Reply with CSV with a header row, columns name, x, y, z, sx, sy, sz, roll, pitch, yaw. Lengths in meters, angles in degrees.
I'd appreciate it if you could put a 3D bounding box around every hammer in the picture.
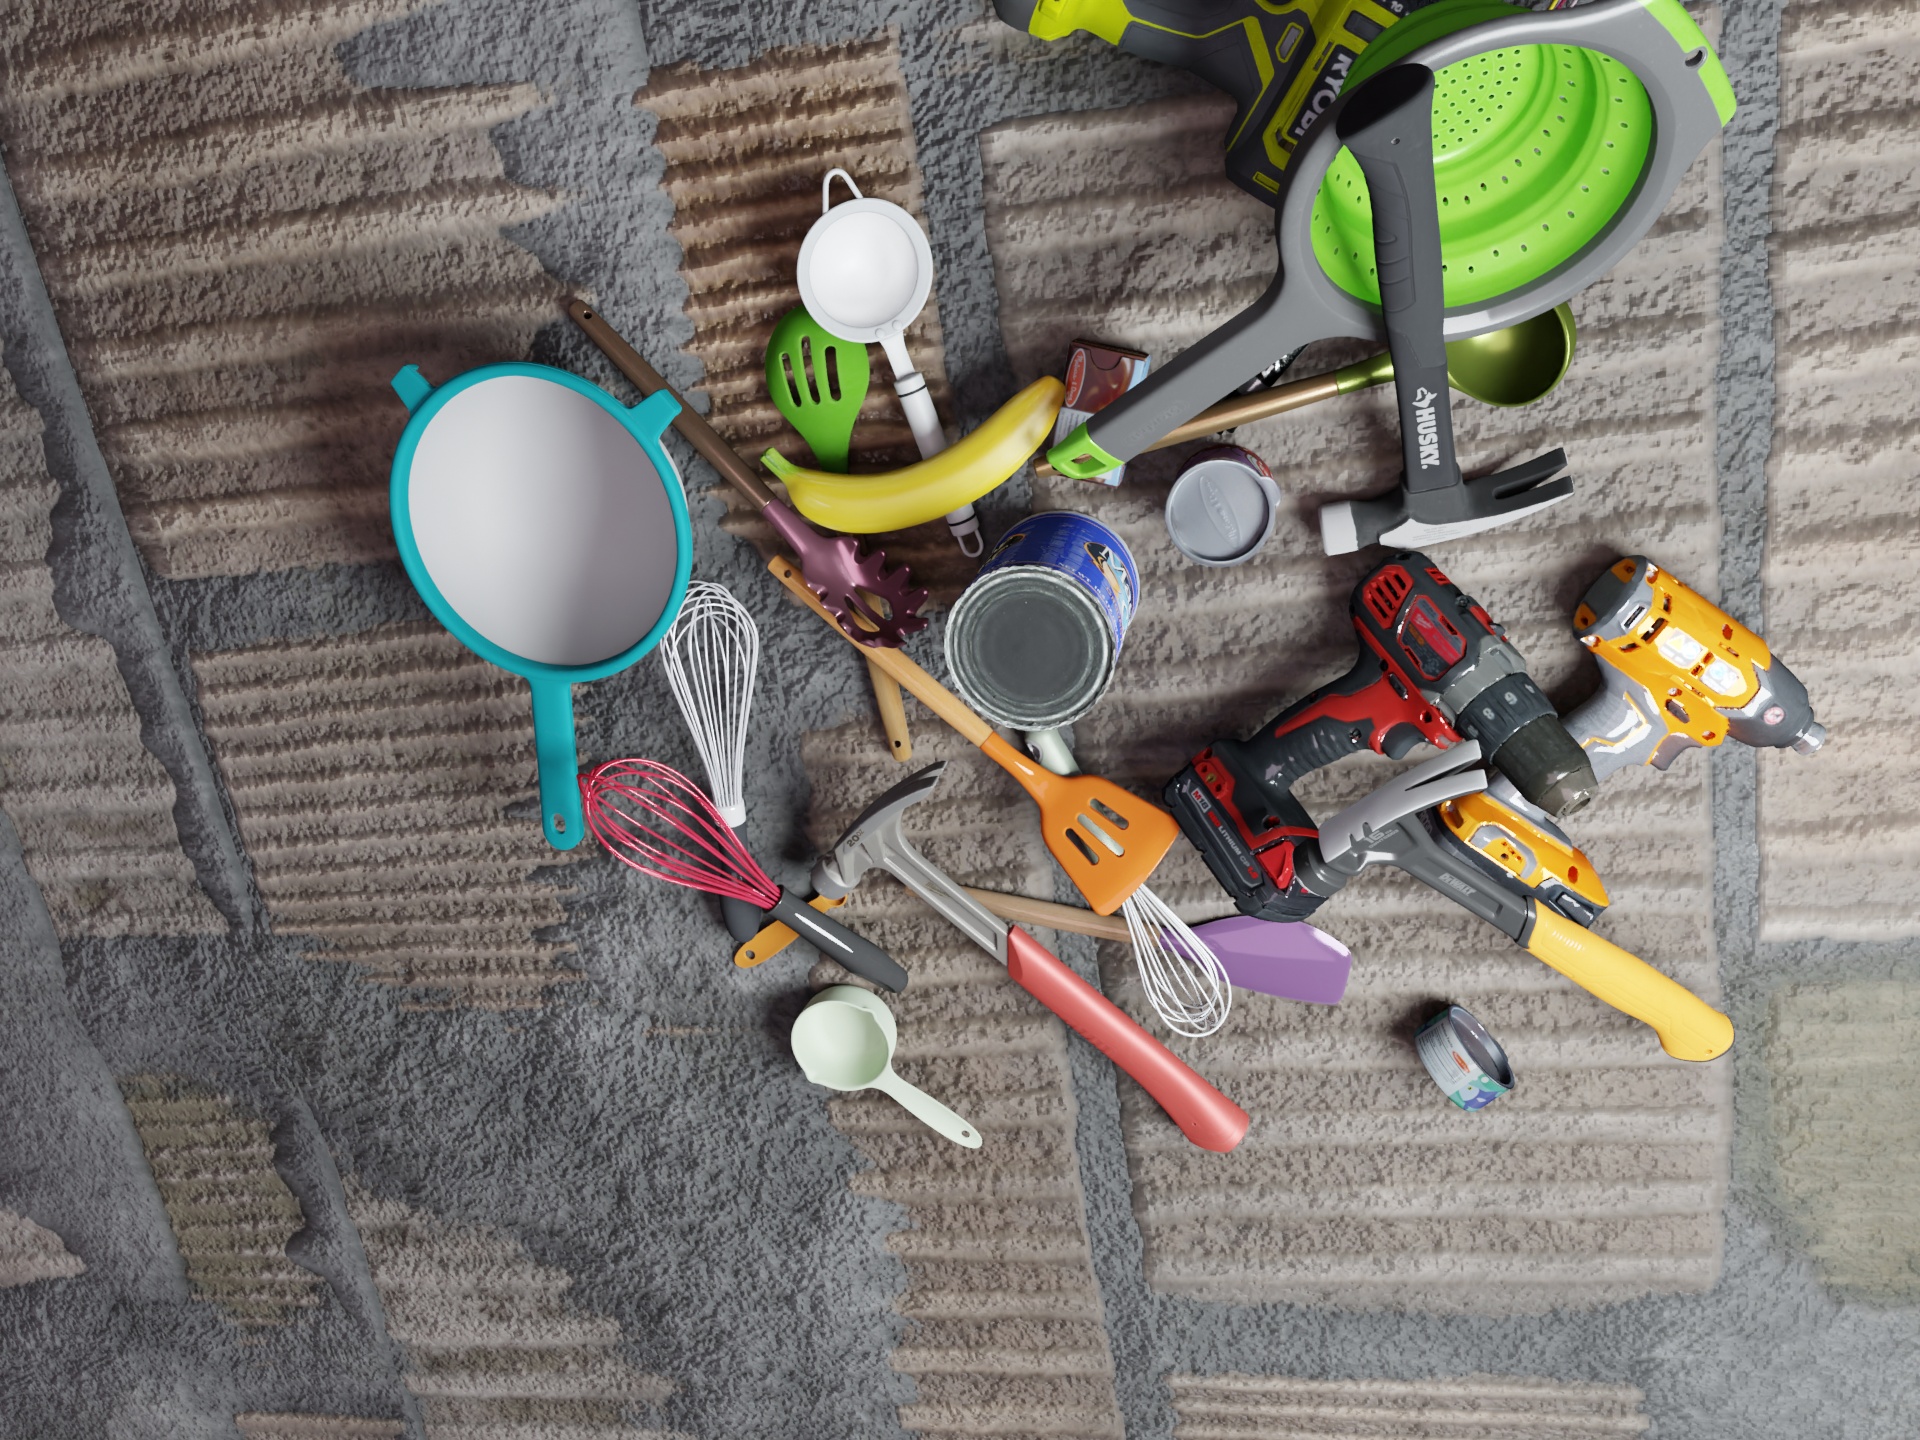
name,x,y,z,sx,sy,sz,roll,pitch,yaw
hammer,0.248,-0.203,0.844,0.146,0.035,0.334,-9,148,15
hammer,0.069,0.178,1.110,0.359,0.037,0.149,40,130,-10
hammer,0.357,0.125,0.945,0.336,0.034,0.127,30,130,-25

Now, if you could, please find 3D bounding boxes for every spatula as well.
name,x,y,z,sx,sy,sz,roll,pitch,yaw
spatula,0.115,0.145,1.121,0.316,0.018,0.059,10,107,7
spatula,-0.002,-0.003,1.048,0.322,0.041,0.081,40,94,1

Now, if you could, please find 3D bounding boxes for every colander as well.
name,x,y,z,sx,sy,sz,roll,pitch,yaw
colander,0.199,-0.264,0.866,0.397,0.095,0.204,-31,142,33

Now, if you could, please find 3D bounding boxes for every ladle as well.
name,x,y,z,sx,sy,sz,roll,pitch,yaw
ladle,0.197,-0.190,0.940,0.320,0.062,0.078,-14,109,11

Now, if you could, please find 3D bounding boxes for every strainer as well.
name,x,y,z,sx,sy,sz,roll,pitch,yaw
strainer,-0.263,-0.080,1.080,0.211,0.095,0.340,8,115,12
strainer,-0.037,-0.220,1.005,0.087,0.050,0.258,-26,111,-9

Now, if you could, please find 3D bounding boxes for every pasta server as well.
name,x,y,z,sx,sy,sz,roll,pitch,yaw
pasta server,-0.142,-0.162,1.033,0.316,0.040,0.060,46,72,2

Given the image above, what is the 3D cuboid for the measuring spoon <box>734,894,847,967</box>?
name,x,y,z,sx,sy,sz,roll,pitch,yaw
measuring spoon,-0.126,0.152,1.182,0.117,0.011,0.021,-37,100,25

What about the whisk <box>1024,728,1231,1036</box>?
name,x,y,z,sx,sy,sz,roll,pitch,yaw
whisk,0.112,0.107,1.085,0.059,0.058,0.246,-31,93,-21

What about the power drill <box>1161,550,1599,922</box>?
name,x,y,z,sx,sy,sz,roll,pitch,yaw
power drill,0.255,0.032,0.976,0.226,0.080,0.188,-46,59,23

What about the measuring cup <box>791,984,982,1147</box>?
name,x,y,z,sx,sy,sz,roll,pitch,yaw
measuring cup,-0.049,0.261,1.190,0.167,0.038,0.083,37,113,-5

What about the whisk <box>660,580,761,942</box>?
name,x,y,z,sx,sy,sz,roll,pitch,yaw
whisk,-0.168,0.035,1.123,0.070,0.070,0.284,3,116,11

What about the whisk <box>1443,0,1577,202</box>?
name,x,y,z,sx,sy,sz,roll,pitch,yaw
whisk,0.305,-0.323,0.892,0.047,0.051,0.245,32,117,-7

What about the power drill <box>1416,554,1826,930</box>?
name,x,y,z,sx,sy,sz,roll,pitch,yaw
power drill,0.407,0.032,0.983,0.164,0.084,0.226,33,110,-3

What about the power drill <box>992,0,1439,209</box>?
name,x,y,z,sx,sy,sz,roll,pitch,yaw
power drill,0.149,-0.414,0.874,0.228,0.080,0.190,29,115,-3

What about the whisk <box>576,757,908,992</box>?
name,x,y,z,sx,sy,sz,roll,pitch,yaw
whisk,-0.145,0.114,1.107,0.073,0.073,0.295,-40,119,22

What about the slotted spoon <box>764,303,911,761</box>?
name,x,y,z,sx,sy,sz,roll,pitch,yaw
slotted spoon,-0.070,-0.118,1.059,0.070,0.031,0.313,-7,110,14
